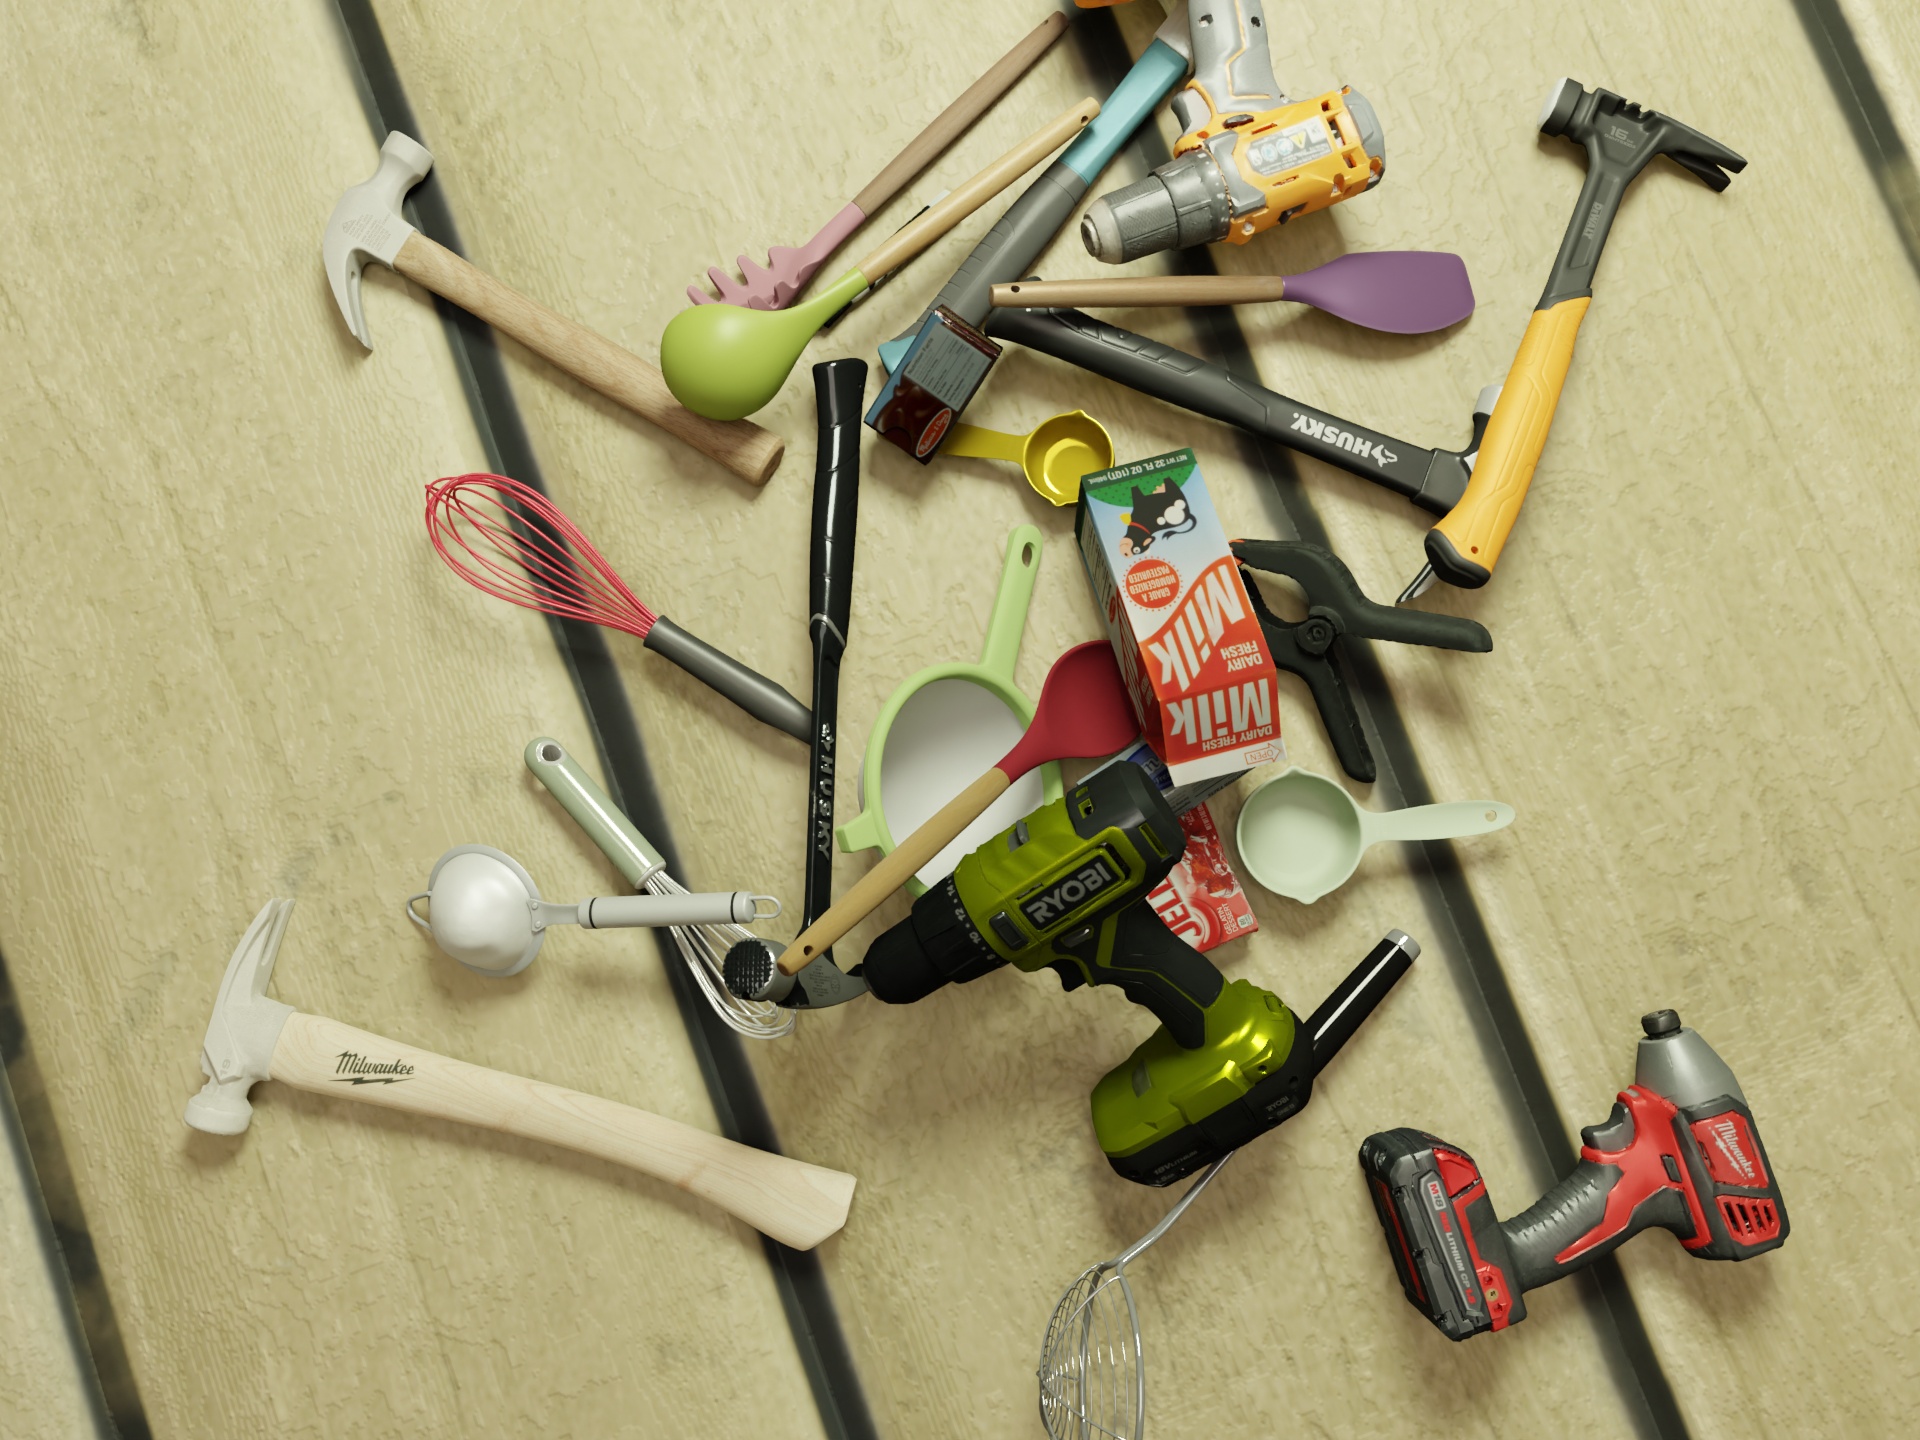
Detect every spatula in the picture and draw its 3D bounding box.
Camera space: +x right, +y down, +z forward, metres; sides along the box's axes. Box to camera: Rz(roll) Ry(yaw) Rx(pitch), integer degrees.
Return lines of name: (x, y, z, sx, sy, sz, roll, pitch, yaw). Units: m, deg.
spatula: (0.171, -0.261, 0.972, 0.316, 0.018, 0.060, -4, 73, -13)

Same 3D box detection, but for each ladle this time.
ladle: (0.008, 0.047, 0.905, 0.315, 0.031, 0.069, -39, 97, -36)
ladle: (-0.046, -0.292, 0.979, 0.320, 0.078, 0.062, -38, 47, -8)

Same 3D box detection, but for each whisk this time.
whisk: (-0.208, -0.066, 0.990, 0.296, 0.073, 0.073, 32, 87, 0)
whisk: (-0.186, 0.102, 0.982, 0.246, 0.059, 0.058, 46, 52, 9)

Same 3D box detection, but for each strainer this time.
strainer: (-0.230, 0.115, 0.952, 0.258, 0.050, 0.087, -4, 102, 14)
strainer: (-0.002, -0.003, 0.970, 0.151, 0.069, 0.256, 30, 62, -33)

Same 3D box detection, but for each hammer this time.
hammer: (0.364, -0.228, 0.962, 0.127, 0.034, 0.337, 24, 77, 2)
hammer: (-0.262, -0.244, 1.021, 0.331, 0.031, 0.130, 31, 87, 5)
hammer: (0.174, -0.189, 0.980, 0.334, 0.035, 0.146, 21, 86, -1)
hammer: (0.061, -0.338, 1.014, 0.128, 0.033, 0.331, 39, 88, 6)
hammer: (-0.261, 0.230, 0.976, 0.410, 0.038, 0.146, 15, 84, 3)
hammer: (-0.077, -0.031, 0.962, 0.036, 0.149, 0.409, -5, 74, 26)

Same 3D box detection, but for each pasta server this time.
pasta server: (-0.049, -0.350, 1.018, 0.316, 0.040, 0.060, -44, 46, -4)

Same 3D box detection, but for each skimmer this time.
skimmer: (0.170, 0.282, 0.929, 0.090, 0.127, 0.363, 44, 77, -1)

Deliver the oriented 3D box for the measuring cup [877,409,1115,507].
measuring cup: (0.023, -0.172, 1.010, 0.156, 0.029, 0.062, 12, 88, 15)

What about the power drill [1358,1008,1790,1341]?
power drill: (0.356, 0.263, 0.927, 0.219, 0.078, 0.143, -17, 84, -2)

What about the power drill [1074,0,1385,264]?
power drill: (0.130, -0.392, 0.956, 0.185, 0.084, 0.226, -22, 87, -5)

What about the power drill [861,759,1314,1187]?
power drill: (0.075, 0.153, 0.893, 0.190, 0.080, 0.228, -34, 113, 12)

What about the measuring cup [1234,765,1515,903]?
measuring cup: (0.249, 0.065, 0.968, 0.167, 0.038, 0.083, -6, 85, 0)
